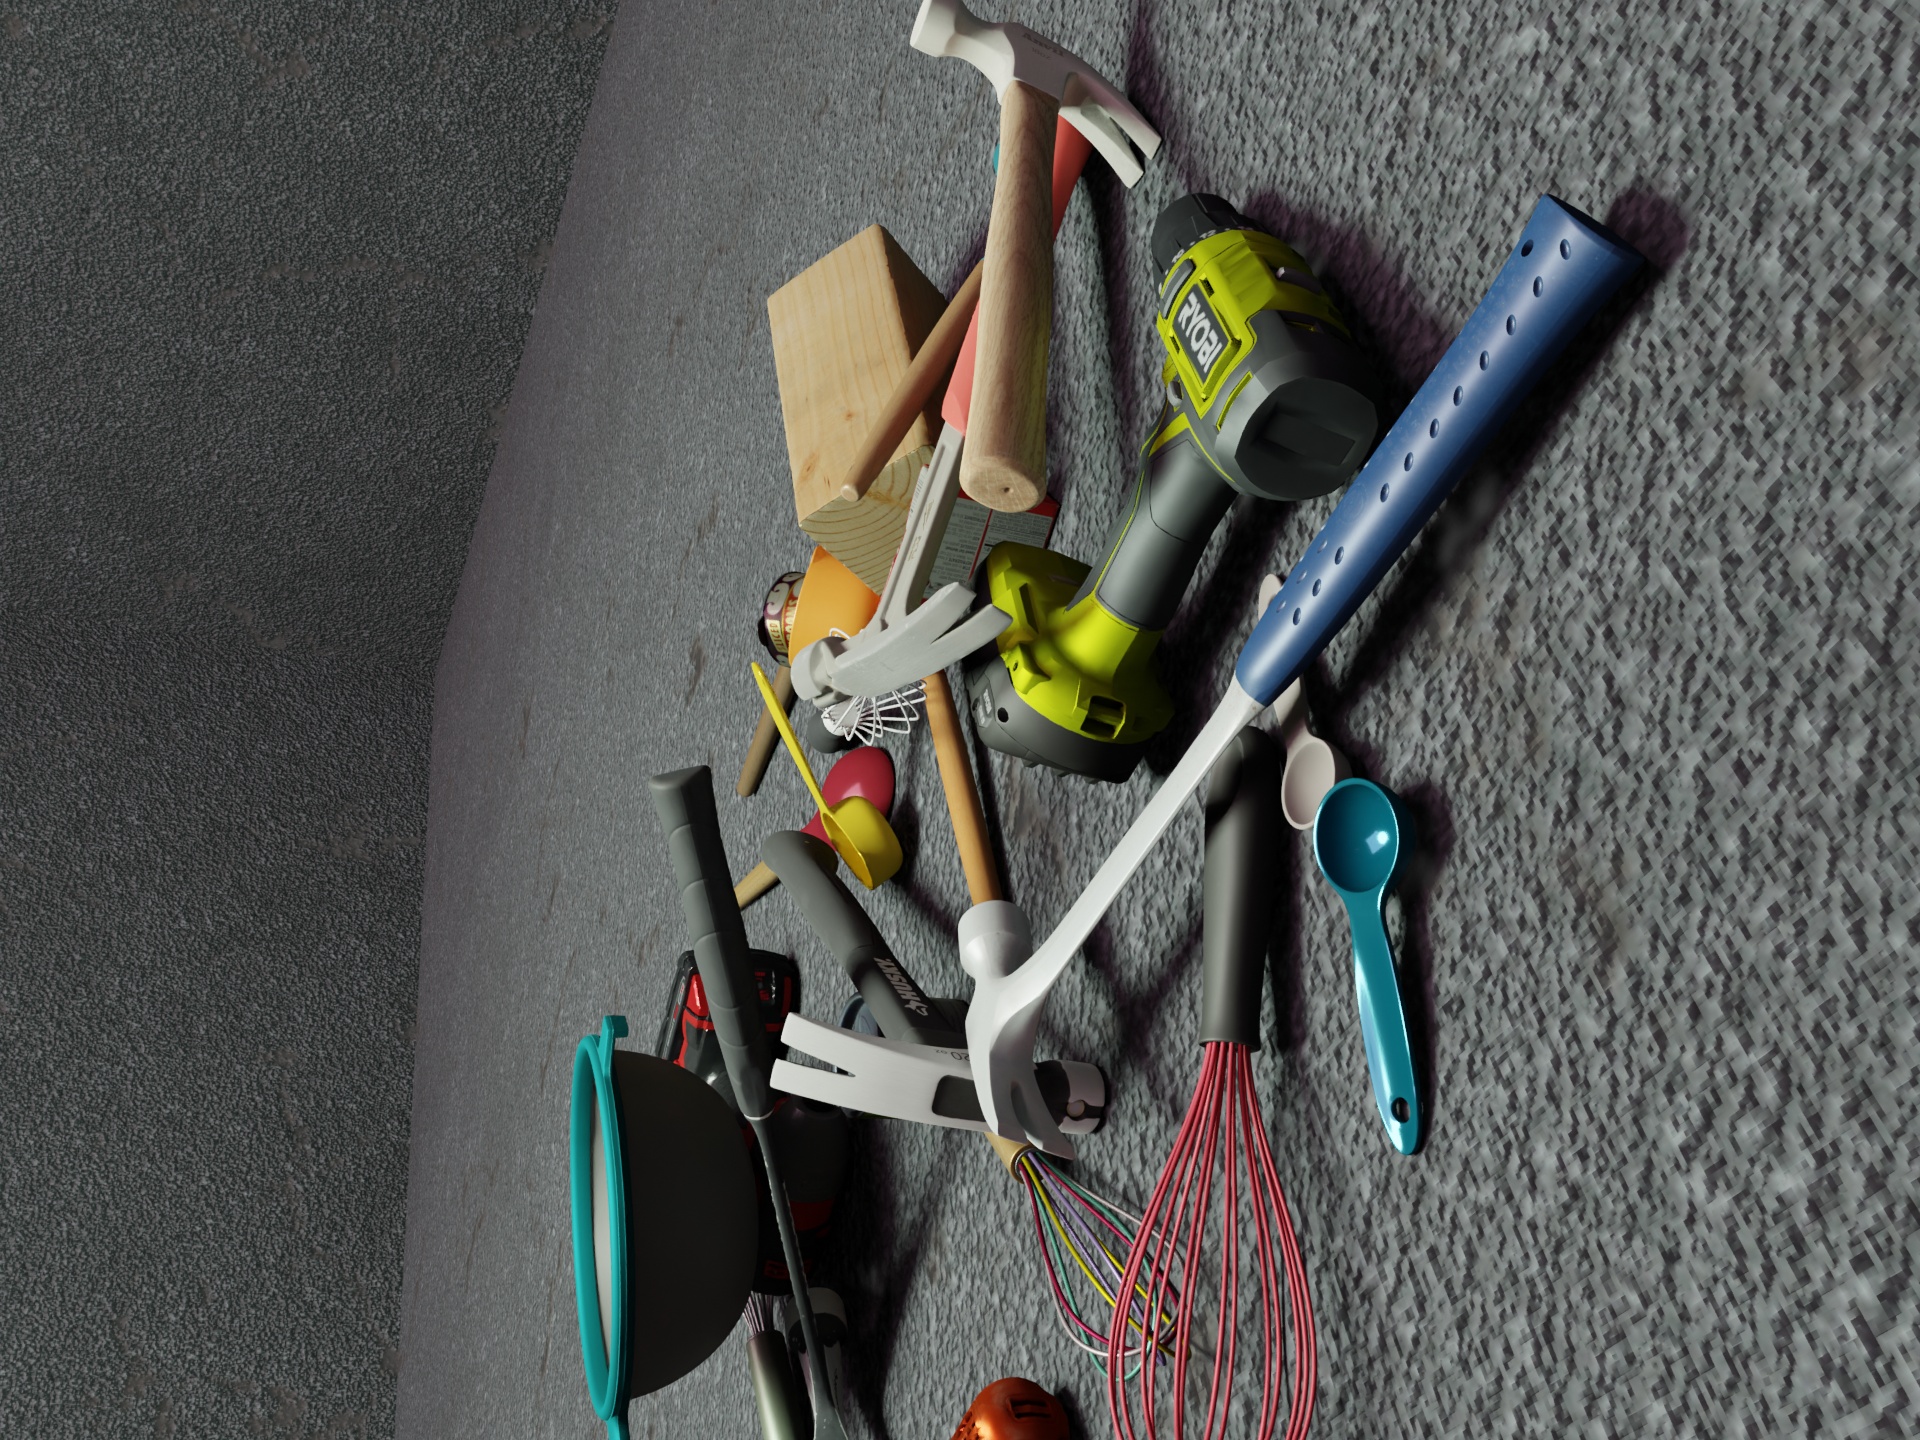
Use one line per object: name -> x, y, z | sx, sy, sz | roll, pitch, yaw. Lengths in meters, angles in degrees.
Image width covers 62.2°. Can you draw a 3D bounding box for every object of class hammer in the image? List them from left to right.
hammer -> -0.101, 0.207, 0.805 | 0.149, 0.036, 0.408 | -115, 15, -66
hammer -> -0.056, 0.122, 0.834 | 0.335, 0.146, 0.035 | -143, 66, -66
hammer -> 0.016, -0.175, 0.777 | 0.149, 0.036, 0.359 | -22, 44, 53
hammer -> 0.030, -0.219, 0.727 | 0.031, 0.130, 0.332 | 126, 155, -47
hammer -> 0.105, -0.002, 0.591 | 0.405, 0.035, 0.144 | -58, 20, 29

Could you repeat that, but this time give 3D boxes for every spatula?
spatula -> -0.003, -0.239, 0.877 | 0.082, 0.044, 0.318 | -35, 24, 55
spatula -> -0.001, -0.003, 0.901 | 0.081, 0.041, 0.323 | -55, 39, 45

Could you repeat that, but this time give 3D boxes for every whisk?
whisk -> -0.126, 0.388, 1.013 | 0.059, 0.058, 0.247 | 67, 180, -45
whisk -> -0.067, -0.006, 0.963 | 0.284, 0.070, 0.070 | 143, 133, -77
whisk -> 0.041, 0.212, 0.711 | 0.245, 0.047, 0.051 | -142, 62, -68
whisk -> 0.099, 0.140, 0.590 | 0.073, 0.073, 0.296 | -32, 46, 59

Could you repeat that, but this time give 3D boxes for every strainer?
strainer -> -0.157, 0.342, 0.894 | 0.211, 0.095, 0.341 | 124, 140, -58

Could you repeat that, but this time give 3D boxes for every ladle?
ladle -> -0.119, 0.092, 1.122 | 0.315, 0.031, 0.069 | 139, 136, -57

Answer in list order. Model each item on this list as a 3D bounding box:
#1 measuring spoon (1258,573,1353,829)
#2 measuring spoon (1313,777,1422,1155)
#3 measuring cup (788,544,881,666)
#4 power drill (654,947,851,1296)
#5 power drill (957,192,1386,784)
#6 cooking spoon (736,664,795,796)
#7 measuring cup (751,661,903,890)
measuring spoon -> 0.134, -0.010, 0.619 | 0.034, 0.018, 0.124 | 123, 153, -45
measuring spoon -> 0.150, 0.083, 0.550 | 0.042, 0.021, 0.129 | -24, 69, 57
measuring cup -> -0.058, -0.099, 1.035 | 0.095, 0.052, 0.174 | 101, -171, -50
power drill -> -0.131, 0.246, 1.033 | 0.220, 0.078, 0.143 | 49, 127, 56
power drill -> 0.081, -0.104, 0.689 | 0.191, 0.080, 0.228 | -101, 33, -49
cooking spoon -> -0.116, -0.060, 1.165 | 0.069, 0.017, 0.318 | -83, 14, -53
measuring cup -> -0.079, 0.029, 0.950 | 0.156, 0.029, 0.062 | 64, 162, -14
